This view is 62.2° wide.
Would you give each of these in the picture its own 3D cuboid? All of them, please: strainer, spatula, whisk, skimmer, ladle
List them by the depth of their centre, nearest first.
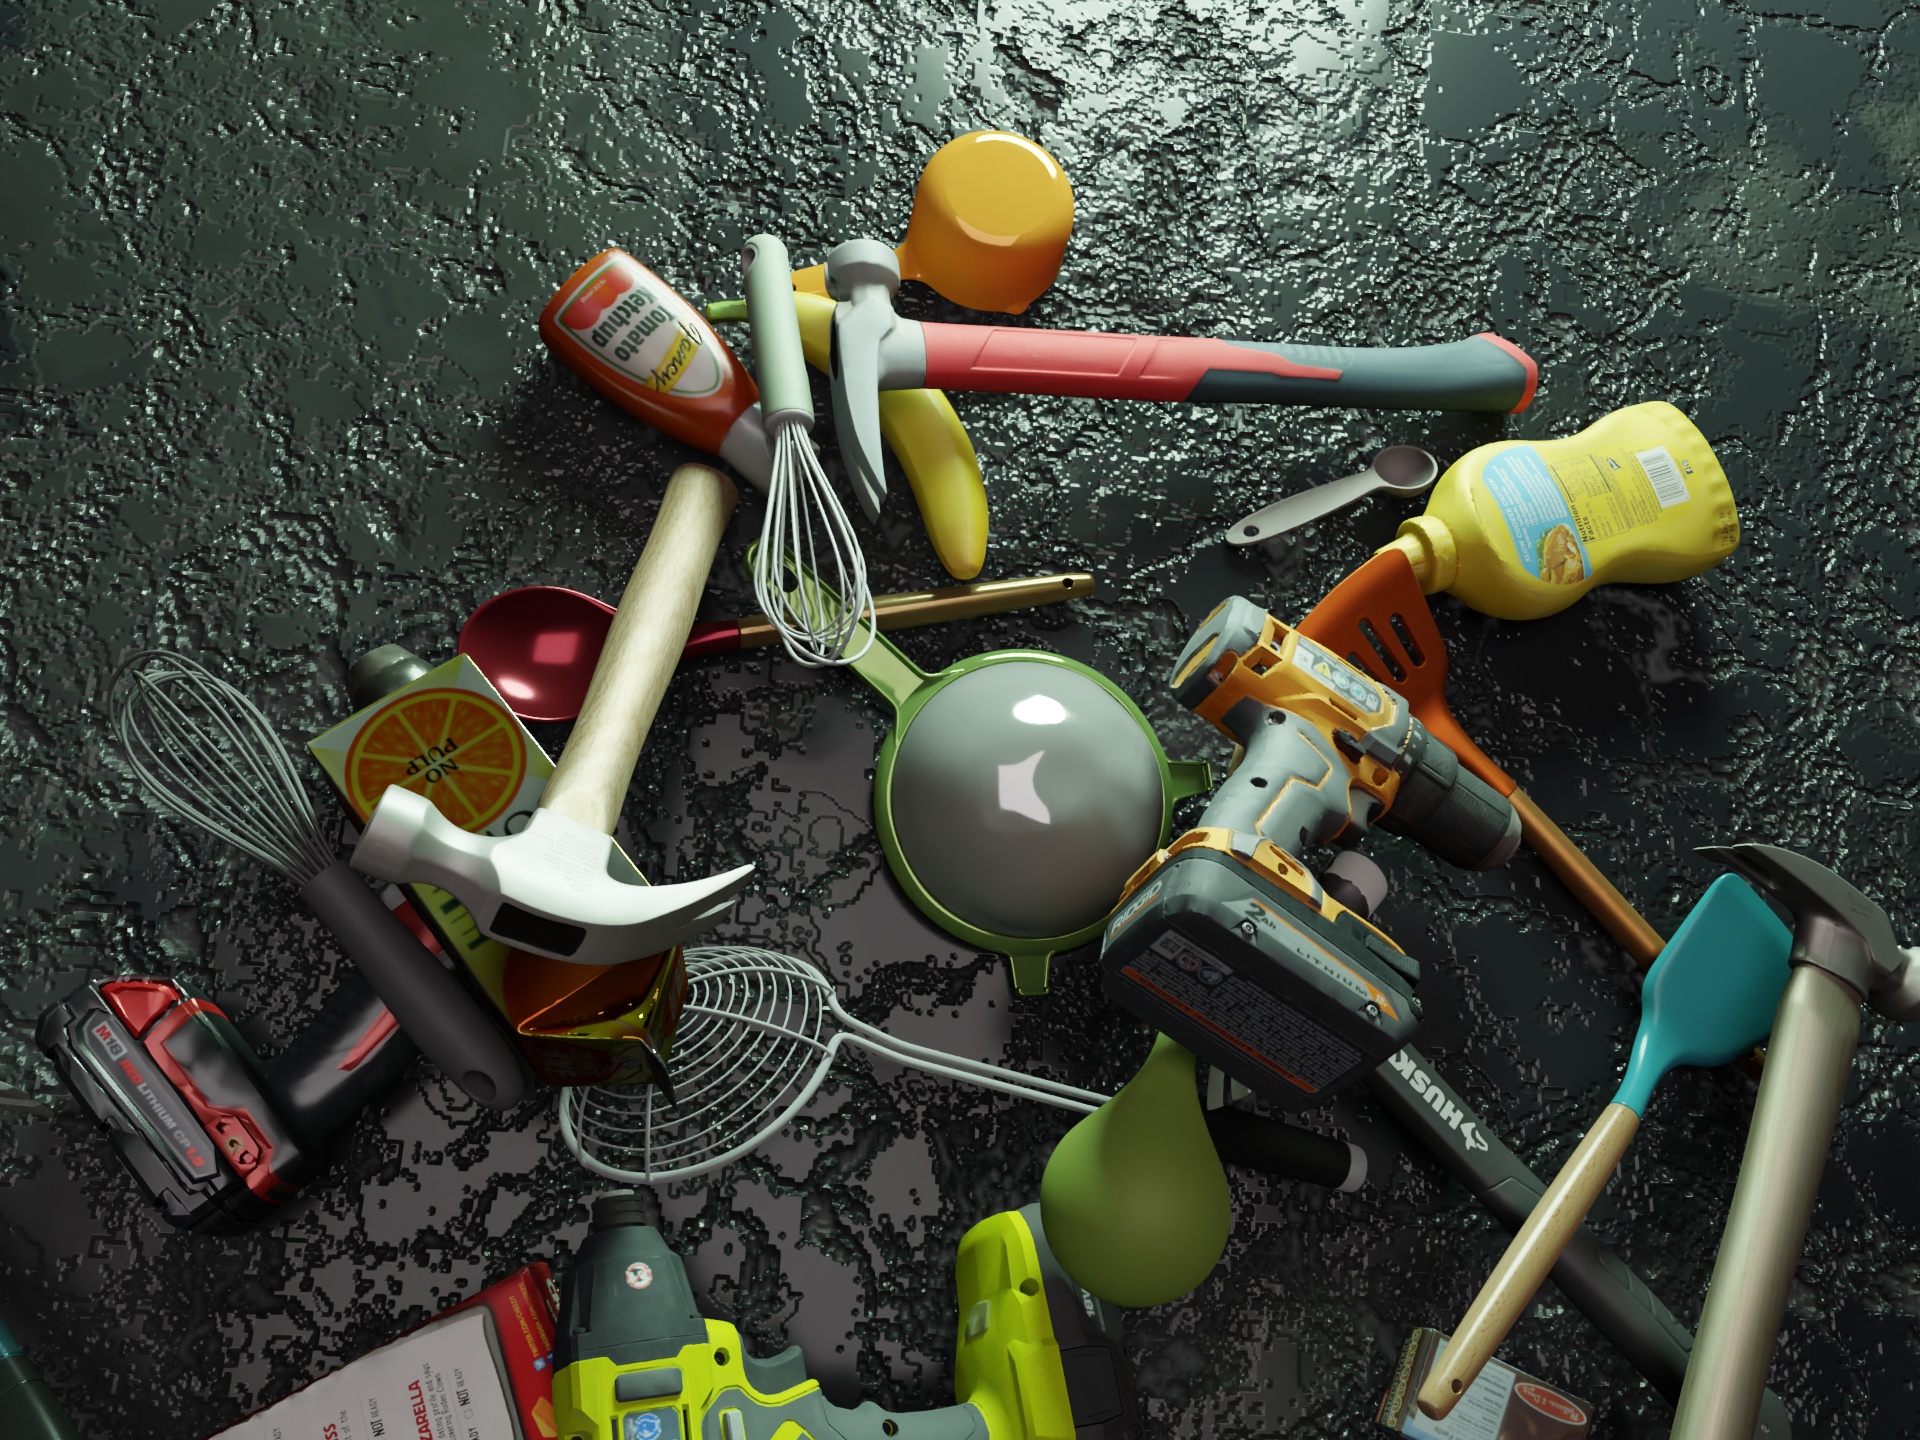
[{"bbox_3d":[-0.259,0.067,0.643,0.055,0.055,0.239,-41,88,-17],"label":"whisk"},{"bbox_3d":[0.008,0.182,0.719,0.363,0.090,0.127,17,30,-15],"label":"skimmer"},{"bbox_3d":[0.108,0.109,0.723,0.078,0.062,0.320,15,49,9],"label":"ladle"},{"bbox_3d":[0.298,0.194,0.724,0.317,0.044,0.082,-39,91,-33],"label":"spatula"},{"bbox_3d":[-0.001,-0.002,0.748,0.256,0.069,0.151,42,74,-2],"label":"strainer"},{"bbox_3d":[-0.080,-0.134,0.757,0.059,0.058,0.247,8,59,-35],"label":"whisk"},{"bbox_3d":[-0.084,-0.048,0.786,0.315,0.031,0.069,-9,78,-13],"label":"ladle"},{"bbox_3d":[0.295,0.056,0.802,0.081,0.041,0.322,-41,84,-5],"label":"spatula"}]

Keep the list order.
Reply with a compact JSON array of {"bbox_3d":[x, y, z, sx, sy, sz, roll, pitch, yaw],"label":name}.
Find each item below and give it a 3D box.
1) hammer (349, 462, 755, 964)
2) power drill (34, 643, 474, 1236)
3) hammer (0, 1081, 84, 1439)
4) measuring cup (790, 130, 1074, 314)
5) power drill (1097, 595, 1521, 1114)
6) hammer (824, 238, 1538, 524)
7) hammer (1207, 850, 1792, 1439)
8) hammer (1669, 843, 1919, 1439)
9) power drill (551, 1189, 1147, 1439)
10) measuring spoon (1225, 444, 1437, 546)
[{"bbox_3d":[-0.134,-0.022,0.667,0.130,0.031,0.332,27,32,-14],"label":"hammer"},{"bbox_3d":[-0.272,0.089,0.694,0.227,0.080,0.188,-38,82,-19],"label":"power drill"},{"bbox_3d":[-0.360,0.260,0.597,0.128,0.033,0.331,-39,63,-20],"label":"hammer"},{"bbox_3d":[-0.021,-0.258,0.842,0.173,0.052,0.095,-19,77,-15],"label":"measuring cup"},{"bbox_3d":[0.165,0.061,0.705,0.185,0.084,0.226,33,42,-7],"label":"power drill"},{"bbox_3d":[0.125,-0.167,0.820,0.386,0.038,0.143,-1,69,-15],"label":"hammer"},{"bbox_3d":[0.255,0.225,0.736,0.335,0.035,0.146,46,56,2],"label":"hammer"},{"bbox_3d":[0.339,0.255,0.700,0.146,0.038,0.411,32,68,-17],"label":"hammer"},{"bbox_3d":[-0.047,0.267,0.634,0.223,0.080,0.171,2,61,-25],"label":"power drill"},{"bbox_3d":[0.198,-0.115,0.854,0.124,0.018,0.034,-22,53,-7],"label":"measuring spoon"}]
